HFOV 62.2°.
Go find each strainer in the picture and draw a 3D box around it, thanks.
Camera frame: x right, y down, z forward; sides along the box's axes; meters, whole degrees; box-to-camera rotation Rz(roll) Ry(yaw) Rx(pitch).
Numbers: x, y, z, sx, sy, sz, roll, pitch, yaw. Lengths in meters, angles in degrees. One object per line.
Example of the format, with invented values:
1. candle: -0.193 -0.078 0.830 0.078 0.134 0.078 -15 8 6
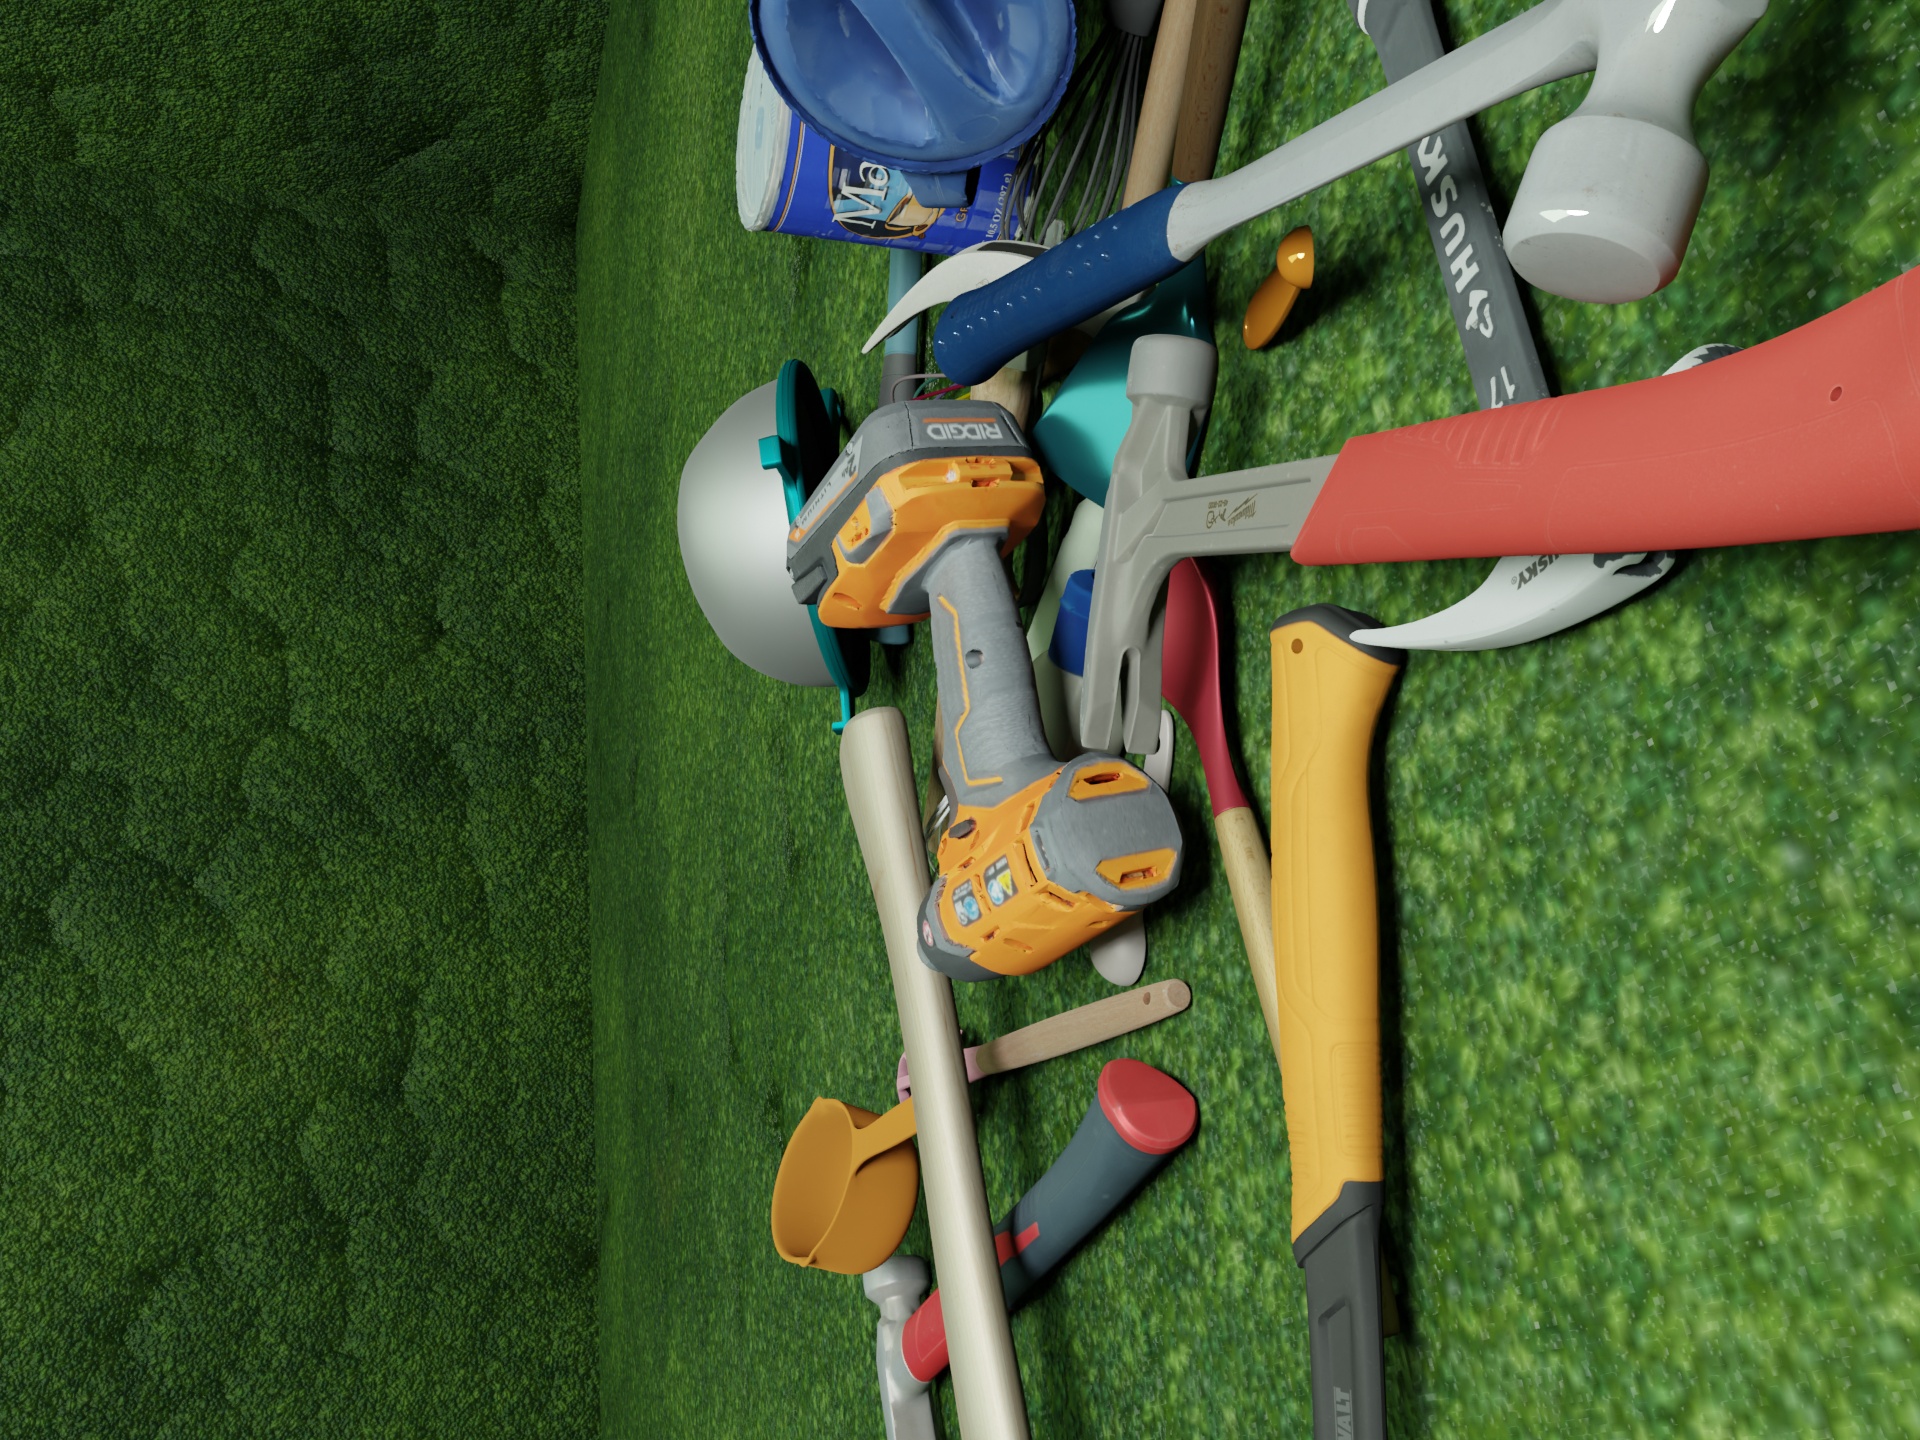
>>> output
1. strainer: -0.125 -0.144 1.043 0.341 0.095 0.210 -95 -6 -59

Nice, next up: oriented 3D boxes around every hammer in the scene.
1. hammer: 0.008 -0.069 0.779 0.031 0.130 0.331 -44 -32 -49
2. hammer: -0.038 -0.213 0.993 0.128 0.033 0.331 -166 79 -71
3. hammer: 0.025 0.275 0.758 0.386 0.038 0.143 117 148 -50
4. hammer: -0.003 0.180 0.723 0.146 0.038 0.411 129 135 -56
5. hammer: 0.116 -0.050 0.417 0.359 0.036 0.149 -166 83 -72
6. hammer: 0.111 0.130 0.496 0.127 0.034 0.337 -11 74 48
7. hammer: 0.137 -0.210 0.495 0.149 0.036 0.409 125 143 -59
8. hammer: 0.080 -0.161 0.490 0.405 0.035 0.144 6 75 69

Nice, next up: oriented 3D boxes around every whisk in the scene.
1. whisk: 0.012 -0.173 0.836 0.245 0.047 0.051 177 96 -67
2. whisk: 0.074 -0.295 0.672 0.055 0.055 0.238 -108 32 -45
3. whisk: 0.031 0.001 0.766 0.059 0.058 0.246 32 125 19

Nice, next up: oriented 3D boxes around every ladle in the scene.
1. ladle: 0.104 0.057 0.572 0.069 0.031 0.316 113 150 -56

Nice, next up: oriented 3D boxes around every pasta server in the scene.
1. pasta server: 0.032 0.160 0.772 0.316 0.040 0.060 140 129 -60

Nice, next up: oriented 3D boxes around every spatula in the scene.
1. spatula: 0.089 -0.285 0.593 0.315 0.018 0.060 101 167 -48
2. spatula: 0.083 -0.220 0.577 0.082 0.044 0.317 40 142 32

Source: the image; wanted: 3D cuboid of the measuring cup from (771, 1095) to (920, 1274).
1. measuring cup: -0.035 0.234 0.842 0.173 0.052 0.095 -41 35 38

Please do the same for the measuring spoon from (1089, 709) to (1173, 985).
1. measuring spoon: 0.072 0.055 0.675 0.034 0.018 0.124 -136 52 -65

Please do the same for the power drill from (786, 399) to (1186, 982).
1. power drill: -0.001 -0.002 0.678 0.164 0.084 0.227 -44 60 52

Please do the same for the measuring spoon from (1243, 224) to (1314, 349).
1. measuring spoon: 0.106 -0.147 0.552 0.117 0.011 0.021 -55 -38 -89
